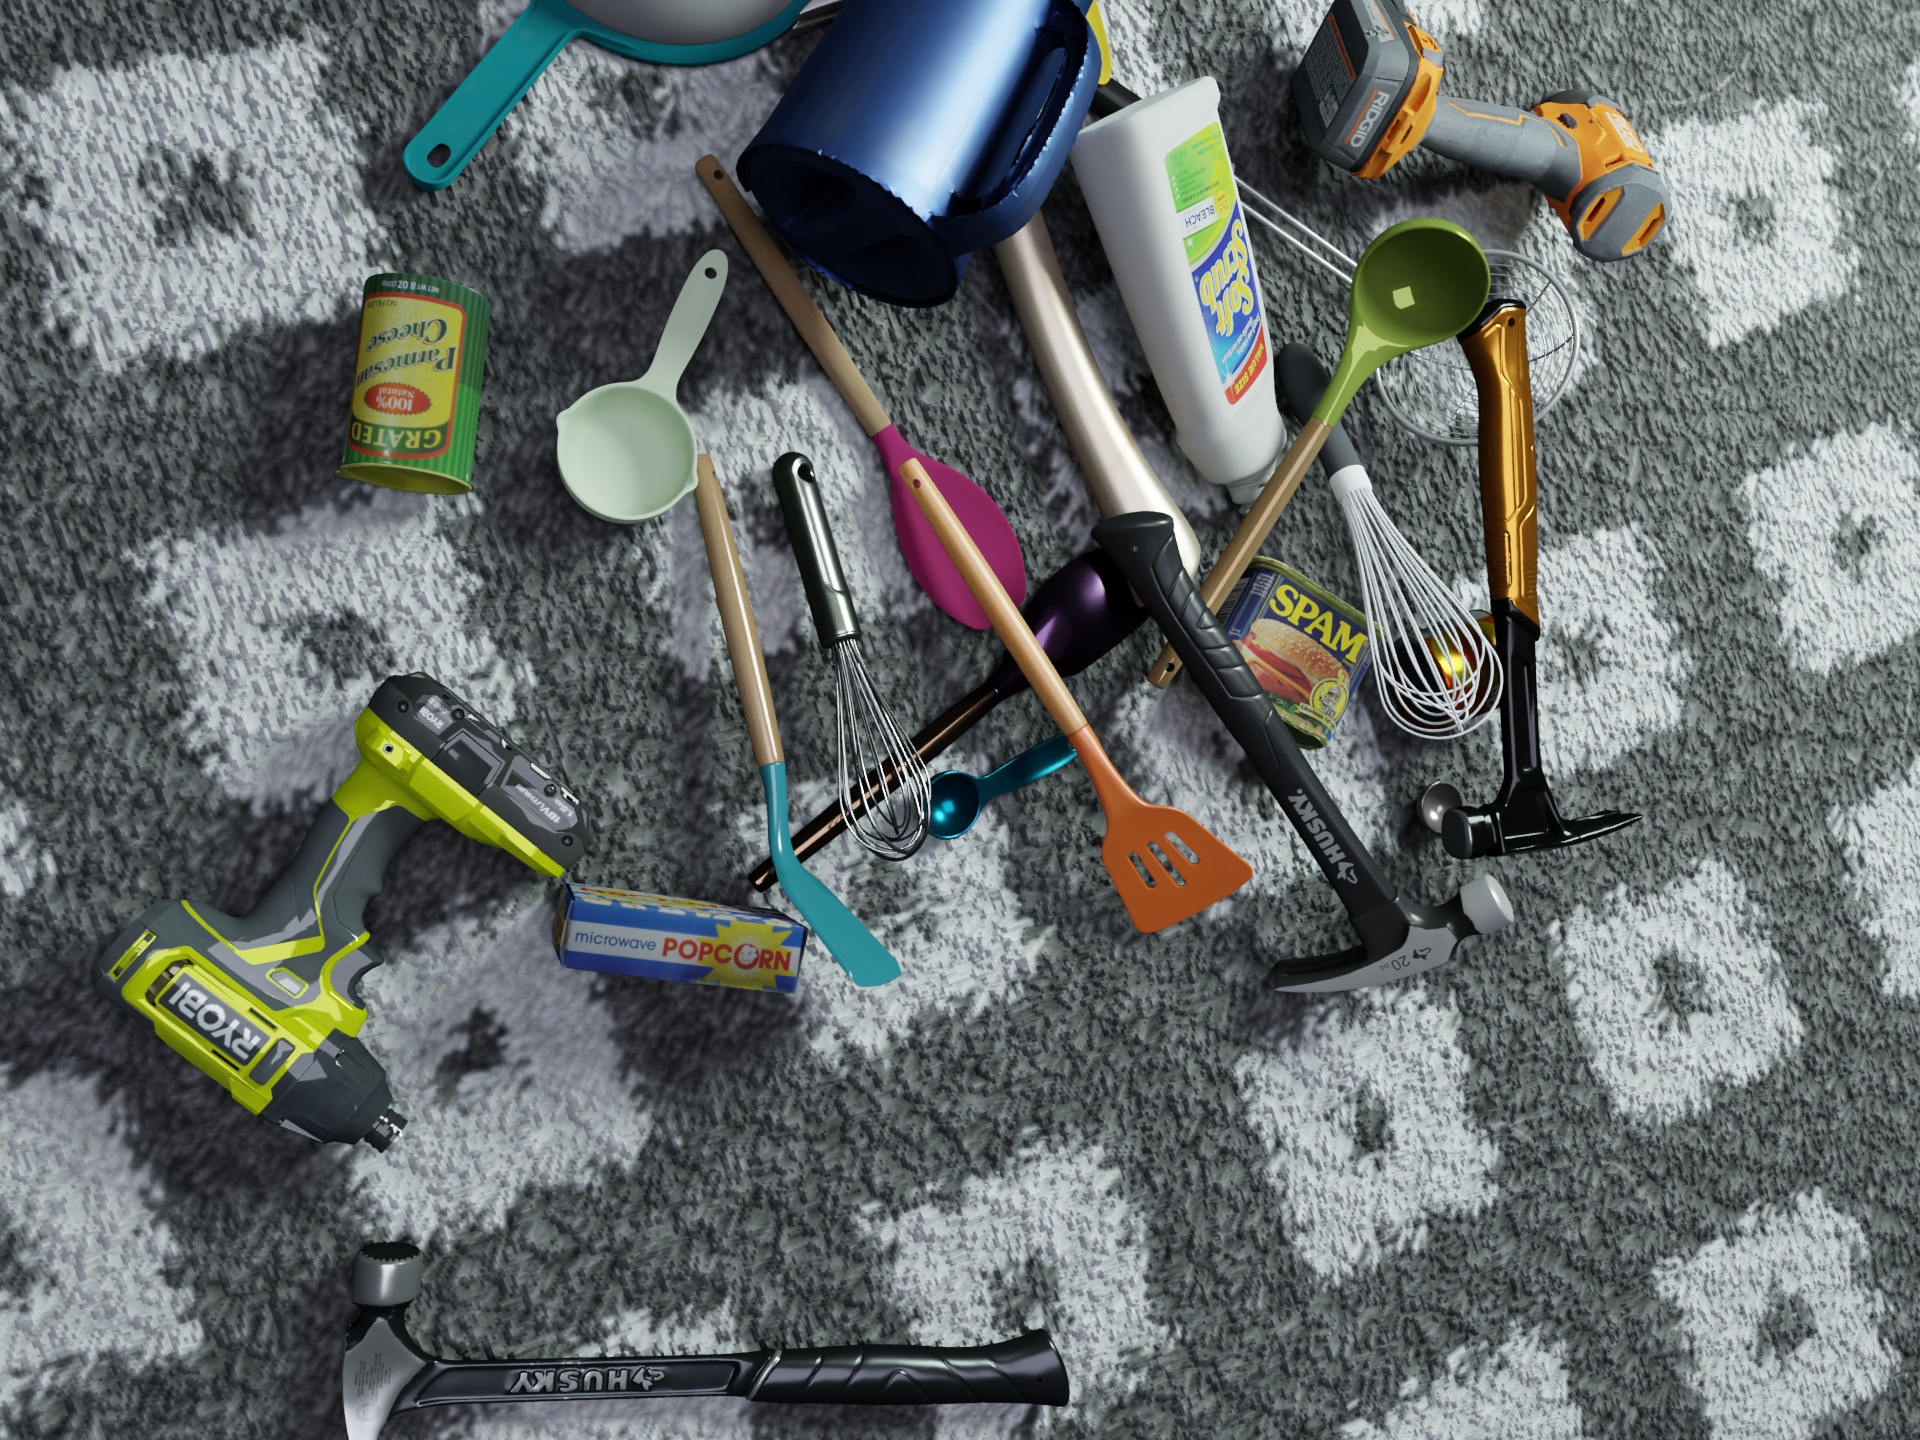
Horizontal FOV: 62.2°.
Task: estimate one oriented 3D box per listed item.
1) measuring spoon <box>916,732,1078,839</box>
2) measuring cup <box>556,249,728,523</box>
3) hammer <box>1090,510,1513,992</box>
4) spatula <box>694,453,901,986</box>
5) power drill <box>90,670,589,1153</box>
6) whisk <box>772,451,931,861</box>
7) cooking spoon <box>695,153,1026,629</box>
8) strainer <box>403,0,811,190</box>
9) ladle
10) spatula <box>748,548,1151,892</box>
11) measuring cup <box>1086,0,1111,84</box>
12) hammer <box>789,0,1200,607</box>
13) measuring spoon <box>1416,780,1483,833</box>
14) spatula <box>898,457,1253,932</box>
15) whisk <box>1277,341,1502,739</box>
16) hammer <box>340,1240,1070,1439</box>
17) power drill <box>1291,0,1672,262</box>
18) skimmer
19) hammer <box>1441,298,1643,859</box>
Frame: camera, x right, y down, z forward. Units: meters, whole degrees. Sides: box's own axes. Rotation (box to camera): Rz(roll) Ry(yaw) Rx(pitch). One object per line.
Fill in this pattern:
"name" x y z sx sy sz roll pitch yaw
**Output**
"measuring spoon" 0.025 0.031 0.962 0.128 0.021 0.042 -25 114 -25
"measuring cup" -0.171 -0.188 0.898 0.083 0.038 0.168 25 79 -14
"hammer" 0.180 0.018 0.948 0.146 0.035 0.334 -31 101 23
"spatula" -0.101 -0.003 0.891 0.044 0.082 0.317 -17 82 14
"power drill" -0.304 0.101 0.829 0.171 0.080 0.223 42 81 -11
"whisk" -0.065 -0.039 0.908 0.057 0.059 0.246 -6 77 -53
"cooking spoon" -0.061 -0.193 0.941 0.069 0.017 0.319 -36 99 -15
"strainer" -0.195 -0.434 0.869 0.211 0.095 0.340 36 77 -13
"ladle" 0.205 -0.155 0.949 0.078 0.062 0.320 32 93 -12
"spatula" -0.002 -0.003 0.951 0.316 0.018 0.059 -40 99 -16
"measuring cup" 0.061 -0.461 0.978 0.062 0.029 0.156 -17 90 -17
"hammer" 0.038 -0.260 0.959 0.146 0.038 0.410 -23 93 -15
"measuring spoon" 0.352 0.066 1.060 0.124 0.018 0.034 14 84 -23
"spatula" 0.057 -0.016 0.942 0.081 0.041 0.322 -32 93 17
"whisk" 0.249 -0.116 0.972 0.070 0.070 0.285 -10 66 -17
"hammer" -0.131 0.372 0.889 0.408 0.036 0.149 6 87 -17
"power drill" 0.332 -0.386 1.018 0.226 0.084 0.164 15 45 -14
"skimmer" 0.218 -0.303 0.991 0.363 0.090 0.127 31 104 -12
"hammer" 0.346 -0.087 0.976 0.127 0.034 0.337 -7 95 -16
